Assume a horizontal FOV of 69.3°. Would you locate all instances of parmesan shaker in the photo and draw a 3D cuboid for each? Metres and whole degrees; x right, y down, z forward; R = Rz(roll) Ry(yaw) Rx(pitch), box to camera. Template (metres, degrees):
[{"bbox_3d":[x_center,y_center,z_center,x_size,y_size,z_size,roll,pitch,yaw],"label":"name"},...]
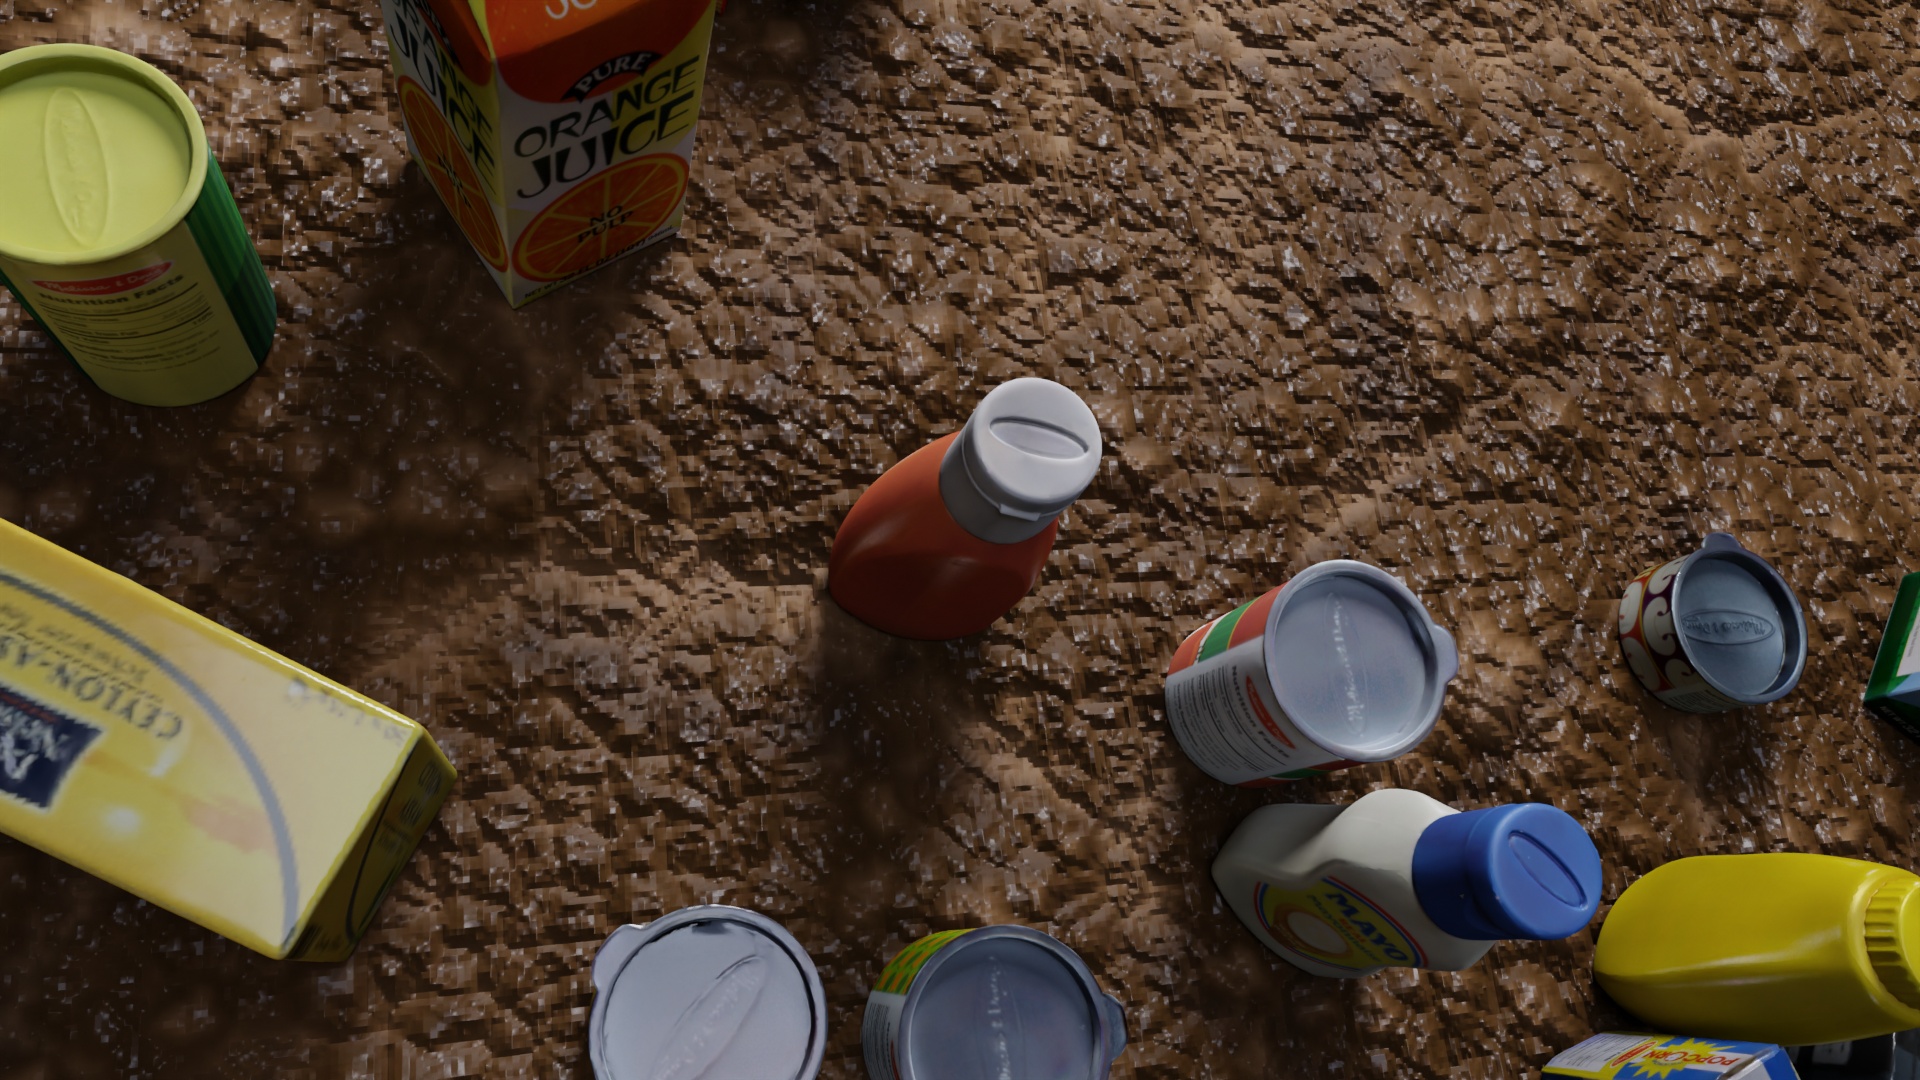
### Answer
[{"bbox_3d":[-0.251,-0.088,0.411,0.071,0.102,0.071,5,72,-15],"label":"parmesan shaker"}]

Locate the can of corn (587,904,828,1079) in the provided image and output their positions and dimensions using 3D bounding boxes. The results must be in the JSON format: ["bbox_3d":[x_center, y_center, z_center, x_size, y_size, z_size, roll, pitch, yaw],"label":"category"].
[{"bbox_3d":[-0.079,0.142,0.413,0.071,0.058,0.071,5,72,-15],"label":"can of corn"}]

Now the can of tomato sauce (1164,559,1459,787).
[{"bbox_3d":[0.119,0.049,0.486,0.071,0.083,0.071,5,72,-15],"label":"can of tomato sauce"}]

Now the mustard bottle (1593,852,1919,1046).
[{"bbox_3d":[0.285,0.137,0.465,0.049,0.159,0.065,40,67,-2],"label":"mustard bottle"}]

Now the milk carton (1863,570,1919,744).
[{"bbox_3d":[0.462,0.038,0.530,0.072,0.190,0.074,36,68,-3],"label":"milk carton"}]

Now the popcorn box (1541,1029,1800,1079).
[{"bbox_3d":[0.263,0.234,0.469,0.038,0.085,0.127,-20,80,-20],"label":"popcorn box"}]

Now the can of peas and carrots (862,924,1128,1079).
[{"bbox_3d":[0.009,0.154,0.435,0.071,0.058,0.071,5,72,-15],"label":"can of peas and carrots"}]

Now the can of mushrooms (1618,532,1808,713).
[{"bbox_3d":[0.309,0.035,0.572,0.071,0.033,0.071,5,72,-15],"label":"can of mushrooms"}]

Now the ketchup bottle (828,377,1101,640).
[{"bbox_3d":[0.002,-0.005,0.434,0.065,0.148,0.043,13,71,-12],"label":"ketchup bottle"}]

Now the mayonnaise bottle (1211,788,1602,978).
[{"bbox_3d":[0.136,0.108,0.438,0.065,0.147,0.041,44,67,0],"label":"mayonnaise bottle"}]

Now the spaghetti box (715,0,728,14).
[{"bbox_3d":[-0.200,-0.262,0.509,0.250,0.050,0.029,18,70,-10],"label":"spaghetti box"}]

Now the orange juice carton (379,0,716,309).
[{"bbox_3d":[-0.125,-0.153,0.420,0.072,0.192,0.073,-32,85,-22],"label":"orange juice carton"}]
